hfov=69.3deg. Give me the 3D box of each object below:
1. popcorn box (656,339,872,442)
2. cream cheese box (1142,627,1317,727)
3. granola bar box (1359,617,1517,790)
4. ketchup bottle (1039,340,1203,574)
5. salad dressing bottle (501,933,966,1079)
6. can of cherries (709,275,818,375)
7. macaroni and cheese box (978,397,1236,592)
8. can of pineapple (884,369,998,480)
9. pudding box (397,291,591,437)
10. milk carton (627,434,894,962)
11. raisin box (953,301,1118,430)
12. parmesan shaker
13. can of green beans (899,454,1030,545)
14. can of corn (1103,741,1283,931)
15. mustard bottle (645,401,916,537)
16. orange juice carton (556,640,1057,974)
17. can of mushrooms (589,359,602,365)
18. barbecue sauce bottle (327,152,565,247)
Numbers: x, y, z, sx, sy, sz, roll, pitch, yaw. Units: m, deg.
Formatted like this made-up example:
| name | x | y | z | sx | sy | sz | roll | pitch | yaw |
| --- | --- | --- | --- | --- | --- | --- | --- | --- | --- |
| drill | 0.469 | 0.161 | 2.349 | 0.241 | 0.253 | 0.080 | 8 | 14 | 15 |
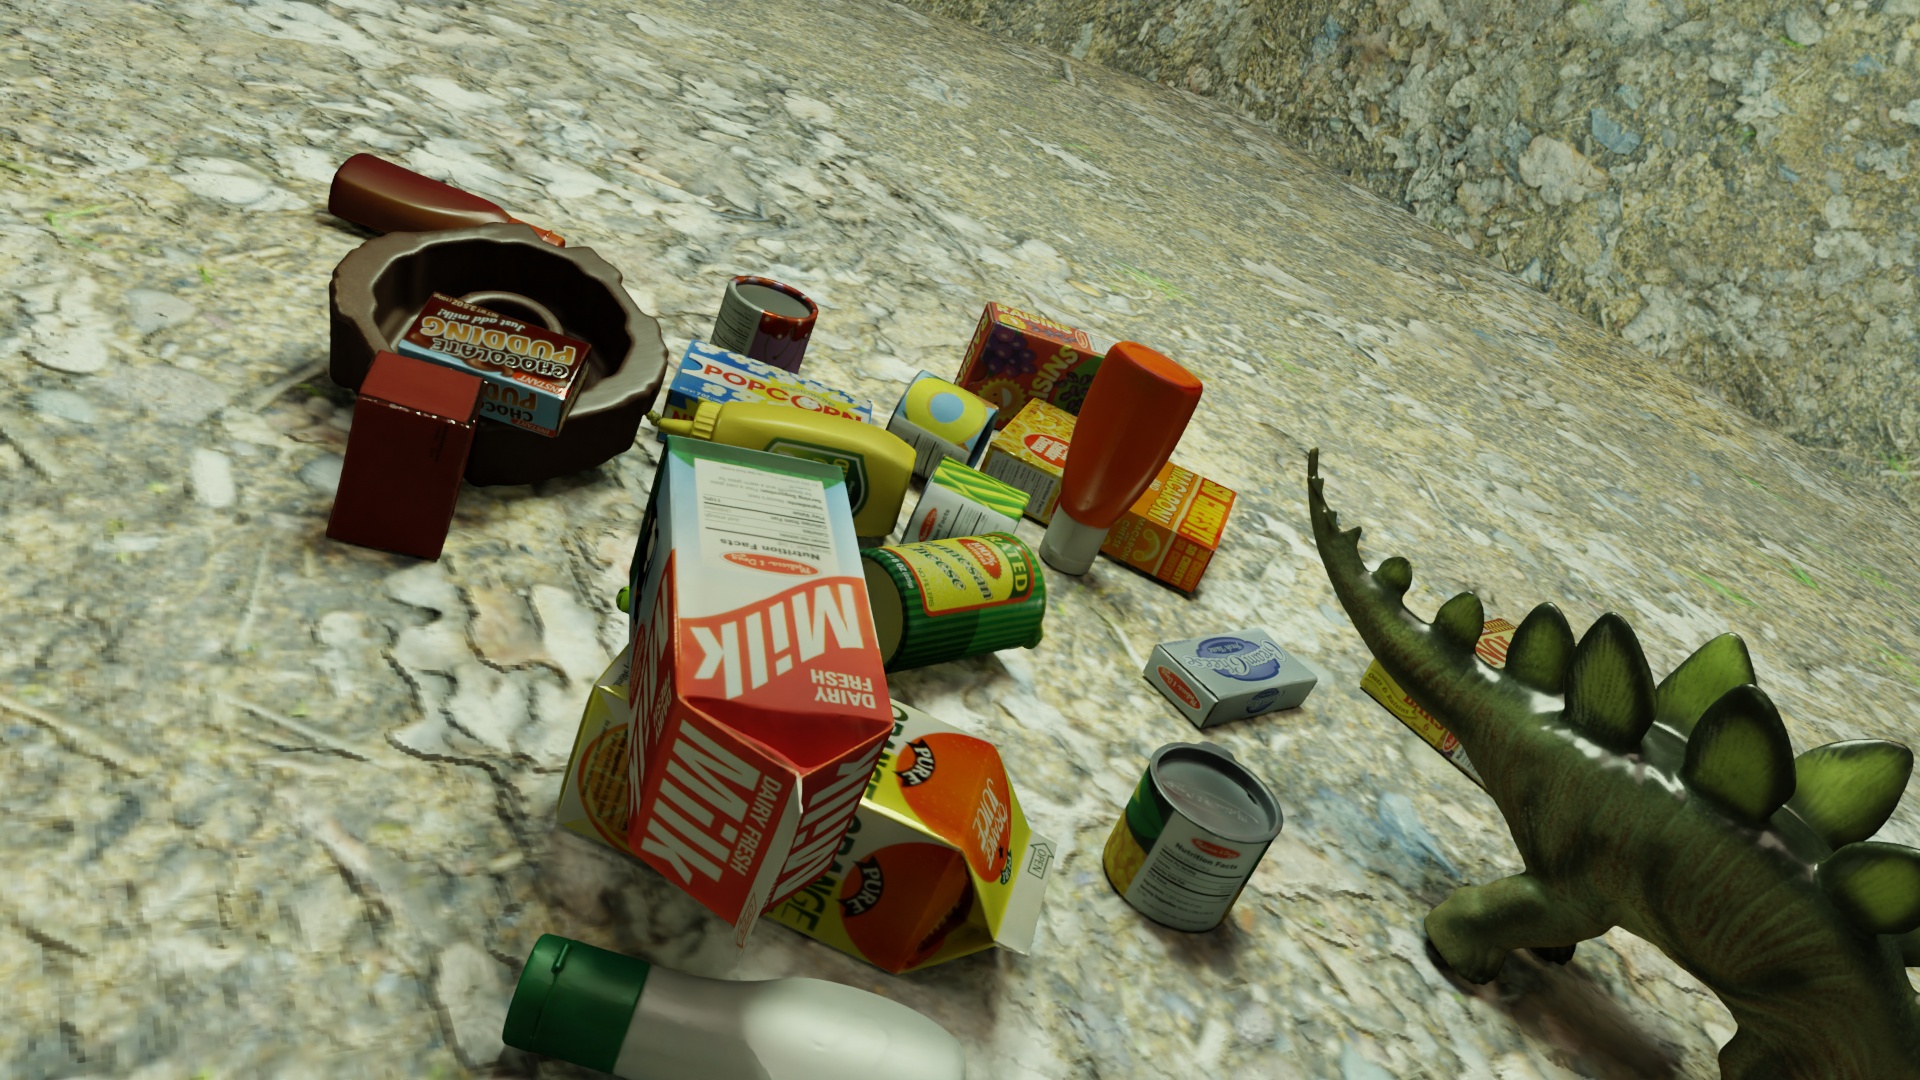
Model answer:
| name | x | y | z | sx | sy | sz | roll | pitch | yaw |
| --- | --- | --- | --- | --- | --- | --- | --- | --- | --- |
| popcorn box | -0.121 | -0.077 | 0.883 | 0.127 | 0.038 | 0.085 | 19 | 28 | -10 |
| cream cheese box | 0.163 | 0.080 | 0.832 | 0.104 | 0.024 | 0.053 | -4 | 37 | -42 |
| granola bar box | 0.363 | 0.108 | 0.923 | 0.166 | 0.039 | 0.124 | -4 | 37 | -44 |
| ketchup bottle | 0.094 | -0.048 | 0.875 | 0.065 | 0.148 | 0.044 | 35 | 28 | 22 |
| salad dressing bottle | -0.074 | 0.169 | 0.461 | 0.148 | 0.043 | 0.064 | 19 | 28 | -6 |
| can of cherries | -0.137 | -0.146 | 0.973 | 0.071 | 0.058 | 0.072 | 18 | 27 | -10 |
| macaroni and cheese box | 0.105 | -0.035 | 0.983 | 0.166 | 0.040 | 0.124 | 26 | 26 | 7 |
| can of pineapple | -0.013 | -0.074 | 0.929 | 0.058 | 0.070 | 0.071 | 27 | 26 | 5 |
| pudding box | -0.235 | -0.088 | 0.698 | 0.084 | 0.030 | 0.050 | 18 | 44 | -9 |
| milk carton | -0.075 | 0.048 | 0.490 | 0.073 | 0.072 | 0.191 | 10 | 33 | -20 |
| raisin box | 0.063 | -0.121 | 1.056 | 0.123 | 0.085 | 0.040 | 16 | 32 | -15 |
| parmesan shaker | -0.011 | 0.034 | 0.734 | 0.103 | 0.071 | 0.071 | -7 | 39 | -45 |
| can of green beans | 0.002 | -0.009 | 0.824 | 0.058 | 0.071 | 0.071 | 25 | 26 | 2 |
| can of corn | 0.107 | 0.136 | 0.647 | 0.071 | 0.058 | 0.071 | 18 | 27 | -9 |
| mustard bottle | -0.109 | -0.049 | 0.817 | 0.160 | 0.065 | 0.049 | 15 | 22 | -4 |
| orange juice carton | -0.054 | 0.105 | 0.559 | 0.193 | 0.072 | 0.072 | 24 | 27 | 1 |
| can of mushrooms | -0.228 | -0.108 | 0.861 | 0.071 | 0.033 | 0.071 | 19 | 26 | -9 |
| barbecue sauce bottle | -0.350 | -0.219 | 0.958 | 0.148 | 0.043 | 0.065 | 20 | 27 | -8 |
